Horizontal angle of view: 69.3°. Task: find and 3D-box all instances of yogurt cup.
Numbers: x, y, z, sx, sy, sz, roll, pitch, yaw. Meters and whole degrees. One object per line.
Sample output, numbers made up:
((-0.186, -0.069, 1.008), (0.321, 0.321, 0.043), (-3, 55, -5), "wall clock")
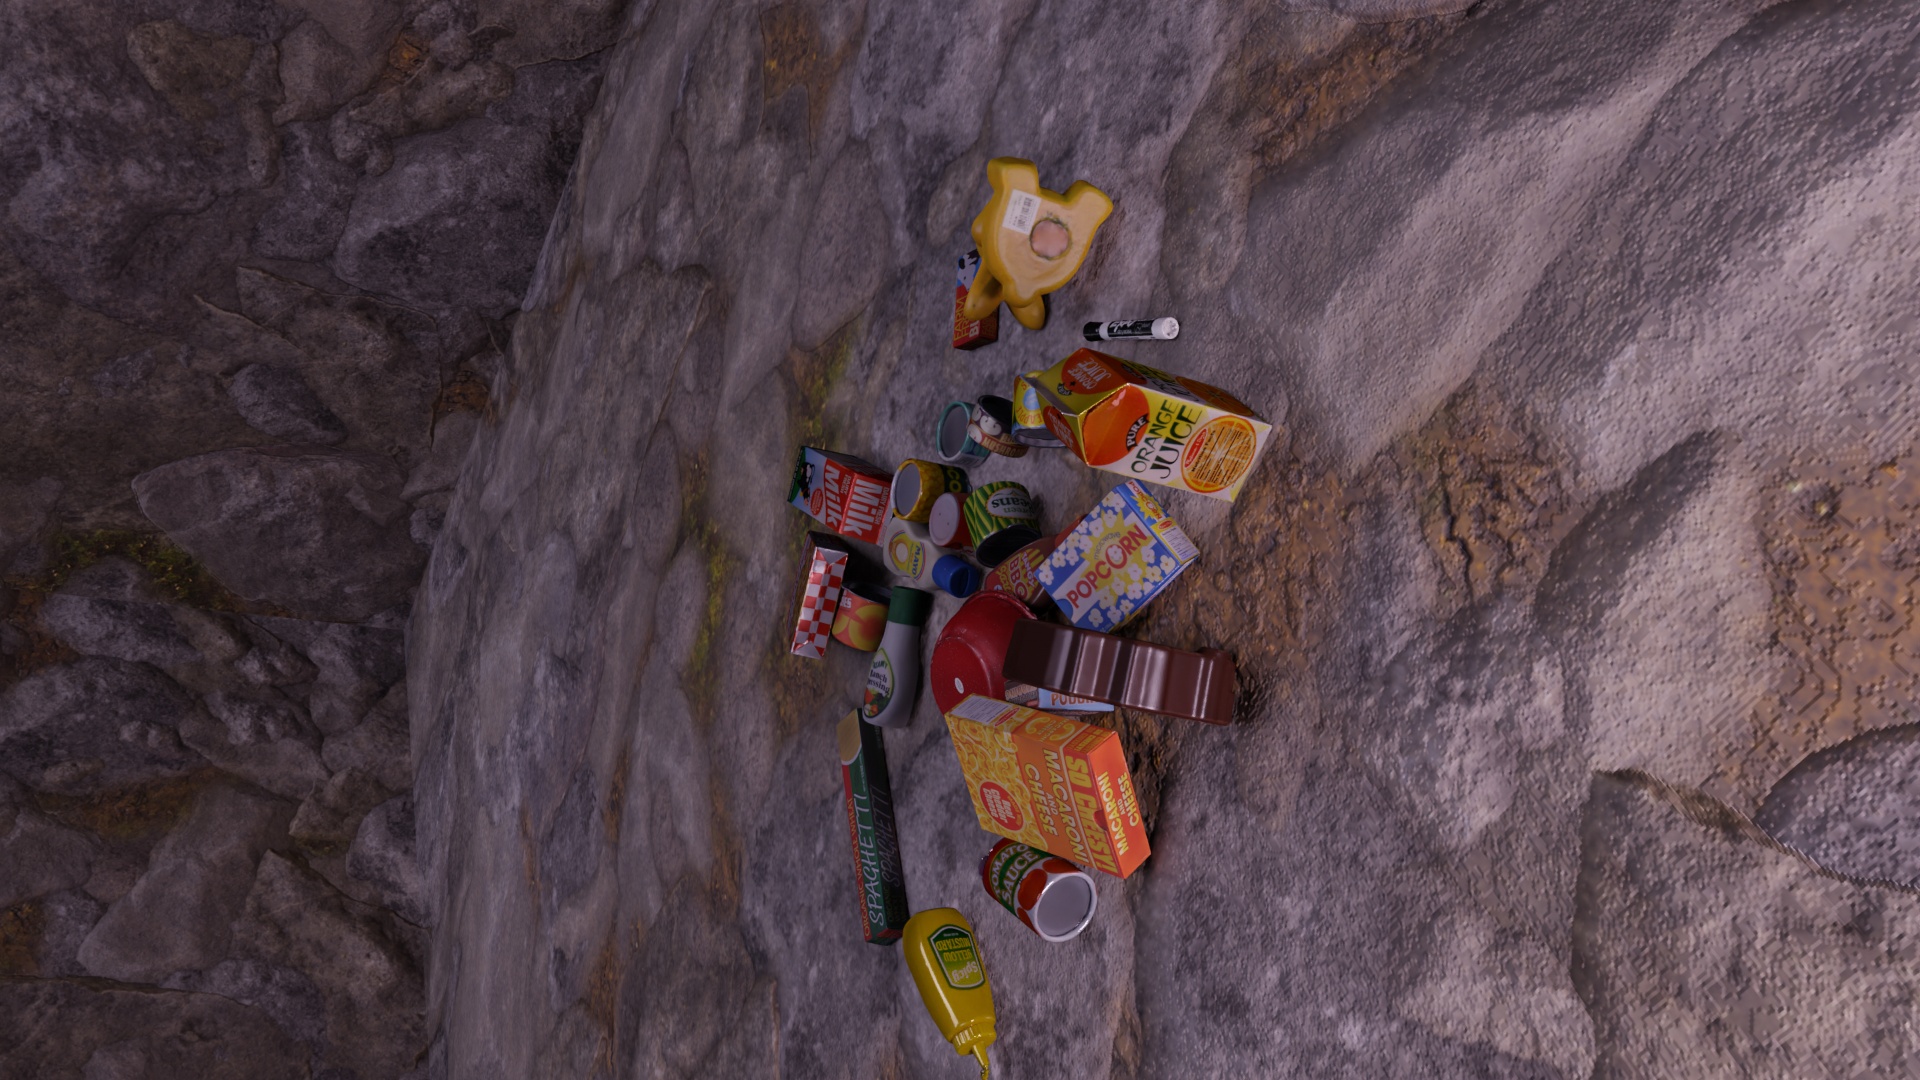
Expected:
((0.005, -0.017, 1.392), (0.072, 0.054, 0.072), (-22, 63, 52), "yogurt cup")

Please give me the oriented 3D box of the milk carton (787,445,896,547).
((-0.121, -0.049, 1.580), (0.191, 0.073, 0.072), (27, 104, 56), "milk carton")

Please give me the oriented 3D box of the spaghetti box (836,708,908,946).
((-0.095, 0.301, 1.481), (0.050, 0.029, 0.251), (-44, 46, 43), "spaghetti box")

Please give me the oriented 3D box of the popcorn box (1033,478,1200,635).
((0.130, 0.019, 1.169), (0.085, 0.038, 0.126), (52, 130, 13), "popcorn box")

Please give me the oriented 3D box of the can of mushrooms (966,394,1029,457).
((0.042, -0.110, 1.349), (0.033, 0.071, 0.071), (-63, 36, 25), "can of mushrooms")

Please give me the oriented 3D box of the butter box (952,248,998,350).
((0.017, -0.255, 1.469), (0.053, 0.024, 0.103), (-14, 69, 56), "butter box")

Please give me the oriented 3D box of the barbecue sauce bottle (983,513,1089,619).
((0.080, 0.026, 1.273), (0.148, 0.044, 0.065), (-41, 53, 44), "barbecue sauce bottle")

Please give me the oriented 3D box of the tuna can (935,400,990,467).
((0.005, -0.113, 1.439), (0.071, 0.033, 0.071), (-21, 65, 54), "tuna can")

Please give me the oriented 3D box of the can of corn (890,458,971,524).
((-0.032, -0.050, 1.454), (0.071, 0.058, 0.071), (-22, 64, 54), "can of corn")

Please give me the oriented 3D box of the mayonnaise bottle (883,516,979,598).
((-0.031, 0.021, 1.449), (0.148, 0.041, 0.064), (30, 112, 57), "mayonnaise bottle")

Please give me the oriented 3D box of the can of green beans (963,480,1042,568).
((0.040, -0.015, 1.325), (0.071, 0.071, 0.058), (-49, 43, 39), "can of green beans")

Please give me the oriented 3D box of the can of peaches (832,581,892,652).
((-0.104, 0.083, 1.518), (0.071, 0.071, 0.058), (37, 114, 55), "can of peaches")

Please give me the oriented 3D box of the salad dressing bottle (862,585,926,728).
((-0.067, 0.123, 1.474), (0.064, 0.044, 0.147), (12, 91, 55), "salad dressing bottle")

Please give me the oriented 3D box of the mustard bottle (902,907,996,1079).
((-0.002, 0.416, 1.274), (0.048, 0.065, 0.161), (-60, 42, 37), "mustard bottle")

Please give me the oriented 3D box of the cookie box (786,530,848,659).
((-0.168, 0.059, 1.601), (0.167, 0.040, 0.122), (-144, 67, -79), "cookie box")

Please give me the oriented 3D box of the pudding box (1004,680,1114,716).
((0.086, 0.134, 1.196), (0.049, 0.084, 0.030), (-23, 66, 53), "pudding box")

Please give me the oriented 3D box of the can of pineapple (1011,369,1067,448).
((0.080, -0.122, 1.290), (0.071, 0.071, 0.058), (-16, 68, 55), "can of pineapple")

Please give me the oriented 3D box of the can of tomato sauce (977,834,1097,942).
((0.066, 0.296, 1.192), (0.083, 0.071, 0.071), (24, 102, 57), "can of tomato sauce")

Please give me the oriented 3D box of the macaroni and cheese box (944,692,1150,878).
((0.070, 0.203, 1.158), (0.166, 0.040, 0.123), (8, 123, 47), "macaroni and cheese box")

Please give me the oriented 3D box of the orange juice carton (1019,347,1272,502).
((0.139, -0.092, 1.075), (0.072, 0.193, 0.072), (51, 123, 51), "orange juice carton")
